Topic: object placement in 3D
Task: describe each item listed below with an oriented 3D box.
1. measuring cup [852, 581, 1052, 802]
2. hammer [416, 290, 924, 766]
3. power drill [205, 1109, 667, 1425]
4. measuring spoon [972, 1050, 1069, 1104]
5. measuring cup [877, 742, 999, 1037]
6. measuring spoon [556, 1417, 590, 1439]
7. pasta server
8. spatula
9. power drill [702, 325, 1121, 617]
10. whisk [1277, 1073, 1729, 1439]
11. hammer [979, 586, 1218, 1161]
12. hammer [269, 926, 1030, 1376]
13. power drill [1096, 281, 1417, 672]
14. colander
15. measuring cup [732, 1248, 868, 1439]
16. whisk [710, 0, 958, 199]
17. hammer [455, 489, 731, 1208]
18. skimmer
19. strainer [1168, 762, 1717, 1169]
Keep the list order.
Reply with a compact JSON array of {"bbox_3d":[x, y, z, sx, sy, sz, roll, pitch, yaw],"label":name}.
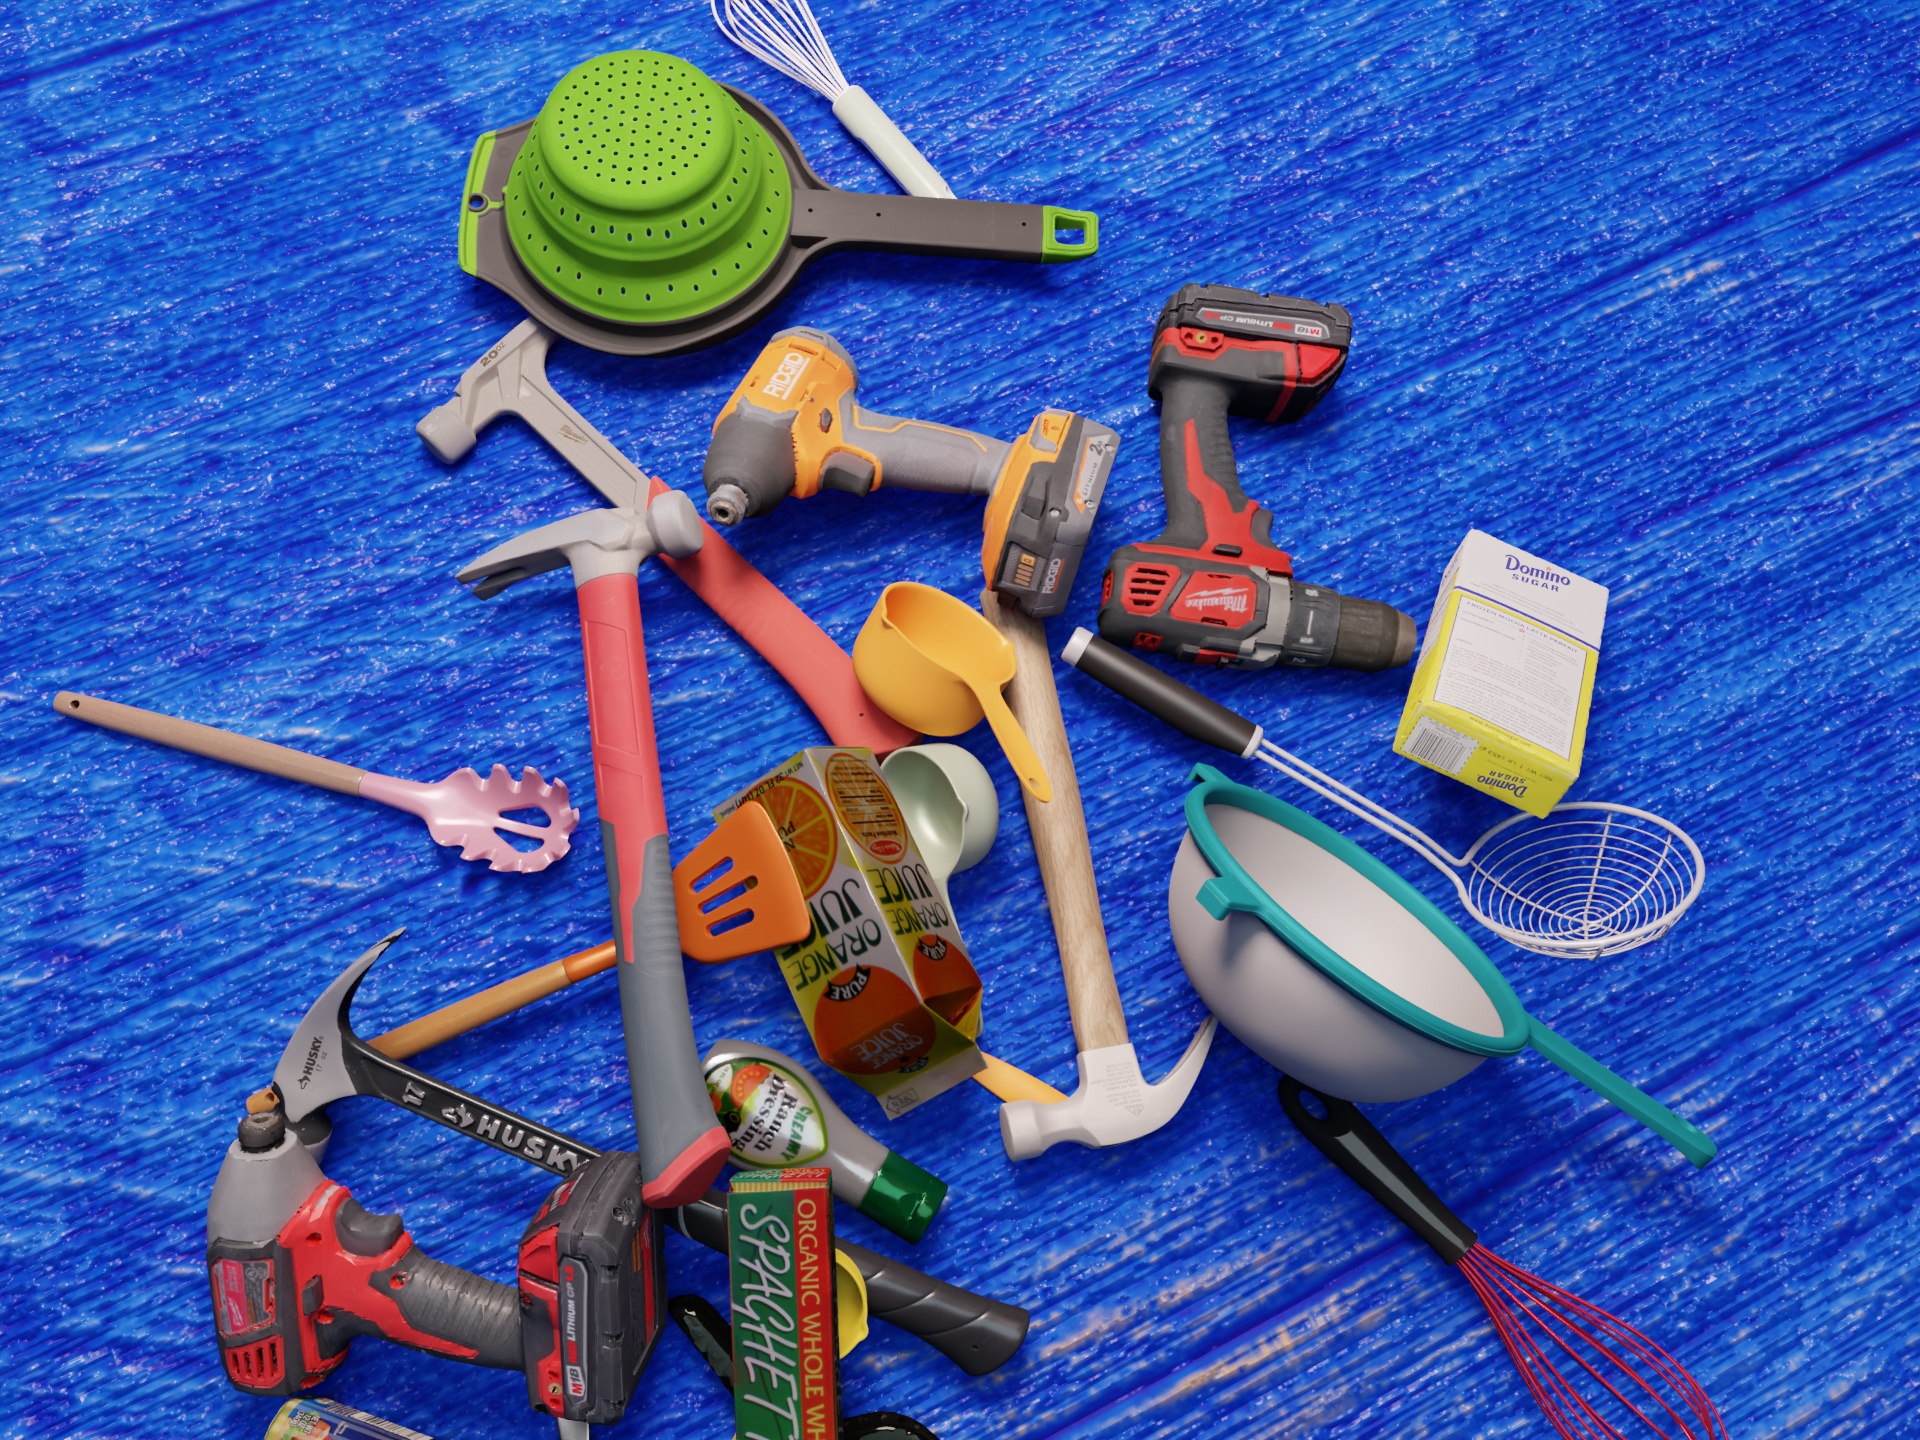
[{"bbox_3d":[-0.001,-0.003,0.876,0.095,0.052,0.174,9,38,-39],"label":"measuring cup"},{"bbox_3d":[-0.154,-0.108,0.955,0.359,0.036,0.149,43,76,10],"label":"hammer"},{"bbox_3d":[-0.262,0.265,0.782,0.219,0.078,0.143,2,105,6],"label":"power drill"},{"bbox_3d":[0.029,0.202,0.883,0.117,0.011,0.021,30,74,6],"label":"measuring spoon"},{"bbox_3d":[0.000,0.093,0.898,0.038,0.083,0.167,-16,93,-42],"label":"measuring cup"},{"bbox_3d":[-0.199,0.355,0.826,0.034,0.018,0.124,-12,67,2],"label":"measuring spoon"},{"bbox_3d":[-0.366,0.027,0.901,0.316,0.040,0.060,15,74,3],"label":"pasta server"},{"bbox_3d":[-0.235,0.143,0.853,0.322,0.041,0.081,-24,77,-1],"label":"spatula"},{"bbox_3d":[-0.034,-0.140,0.923,0.226,0.084,0.164,18,44,3],"label":"power drill"},{"bbox_3d":[0.284,0.297,0.848,0.073,0.073,0.296,-42,73,-14],"label":"whisk"},{"bbox_3d":[0.061,0.074,0.911,0.130,0.031,0.331,-8,72,-10],"label":"hammer"},{"bbox_3d":[-0.156,0.241,0.822,0.409,0.036,0.149,23,108,-1],"label":"hammer"},{"bbox_3d":[0.188,-0.137,0.963,0.188,0.080,0.227,9,76,0],"label":"power drill"},{"bbox_3d":[-0.109,-0.326,0.961,0.397,0.094,0.205,3,71,-3],"label":"colander"},{"bbox_3d":[-0.093,0.334,0.792,0.062,0.029,0.156,22,92,-1],"label":"measuring cup"},{"bbox_3d":[-0.081,-0.414,1.051,0.059,0.058,0.246,-43,81,21],"label":"whisk"},{"bbox_3d":[-0.186,0.061,0.838,0.143,0.038,0.387,-16,65,9],"label":"hammer"},{"bbox_3d":[0.231,0.023,0.898,0.363,0.090,0.127,30,42,3],"label":"skimmer"},{"bbox_3d":[0.238,0.166,0.848,0.340,0.211,0.095,34,108,-4],"label":"strainer"}]
